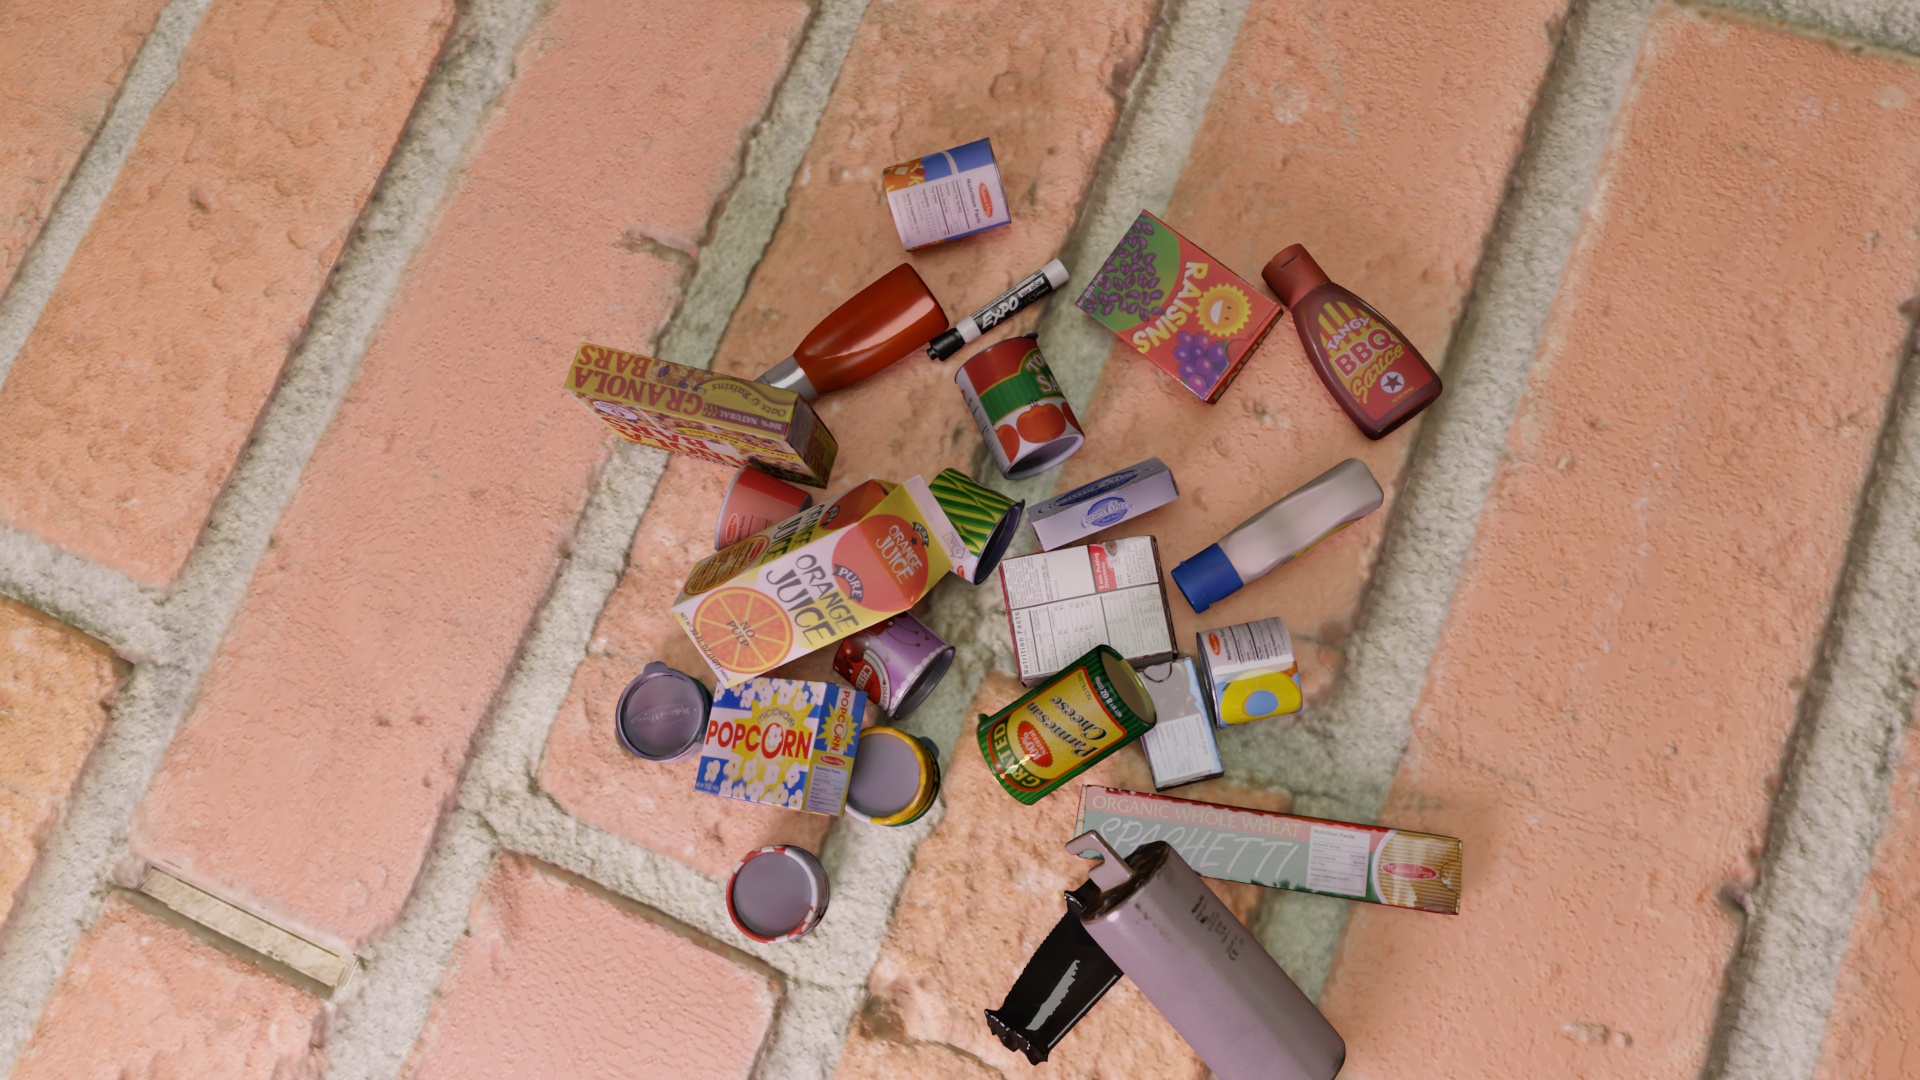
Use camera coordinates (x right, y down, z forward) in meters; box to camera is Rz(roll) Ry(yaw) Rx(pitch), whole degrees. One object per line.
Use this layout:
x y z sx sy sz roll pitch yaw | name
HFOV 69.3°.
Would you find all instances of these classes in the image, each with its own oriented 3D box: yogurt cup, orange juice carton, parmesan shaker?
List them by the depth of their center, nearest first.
0.069 0.120 0.926 0.103 0.071 0.071 -36 74 18 | parmesan shaker
-0.093 0.021 0.944 0.192 0.073 0.071 -24 112 16 | orange juice carton
-0.141 -0.016 1.006 0.054 0.072 0.072 17 79 3 | yogurt cup

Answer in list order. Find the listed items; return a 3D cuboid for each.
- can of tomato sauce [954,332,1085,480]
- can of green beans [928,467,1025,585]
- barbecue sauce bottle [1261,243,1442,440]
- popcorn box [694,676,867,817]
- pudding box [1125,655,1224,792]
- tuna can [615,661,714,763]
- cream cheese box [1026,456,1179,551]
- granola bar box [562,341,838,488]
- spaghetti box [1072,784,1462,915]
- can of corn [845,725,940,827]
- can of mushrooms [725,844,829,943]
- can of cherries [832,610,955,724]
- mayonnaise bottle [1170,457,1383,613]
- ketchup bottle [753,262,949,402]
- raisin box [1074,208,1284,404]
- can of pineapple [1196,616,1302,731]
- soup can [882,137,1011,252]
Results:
0.044 -0.096 0.998 0.071 0.071 0.083 -26 75 1 | can of tomato sauce
0.002 -0.011 0.984 0.058 0.071 0.071 29 82 14 | can of green beans
0.274 -0.146 0.992 0.065 0.043 0.149 -36 74 4 | barbecue sauce bottle
-0.124 0.137 0.945 0.126 0.038 0.085 -2 72 46 | popcorn box
0.146 0.125 0.949 0.049 0.030 0.084 -15 75 5 | pudding box
-0.211 0.124 0.996 0.071 0.032 0.071 -2 76 7 | tuna can
0.099 -0.026 0.979 0.104 0.053 0.024 -22 102 2 | cream cheese box
-0.182 -0.088 0.997 0.166 0.124 0.039 14 79 11 | granola bar box
0.200 0.203 0.916 0.250 0.028 0.050 8 76 5 | spaghetti box
-0.049 0.160 0.952 0.071 0.058 0.071 -2 77 7 | can of corn
-0.128 0.244 0.955 0.071 0.033 0.071 -2 77 7 | can of mushrooms
-0.048 0.084 0.965 0.058 0.071 0.071 38 84 15 | can of cherries
0.217 -0.002 0.957 0.148 0.065 0.041 -32 83 3 | mayonnaise bottle
-0.085 -0.145 1.038 0.149 0.043 0.065 -33 54 0 | ketchup bottle
0.158 -0.168 1.003 0.123 0.040 0.086 40 102 15 | raisin box
0.194 0.090 0.935 0.058 0.071 0.071 -12 75 5 | can of pineapple
-0.010 -0.261 1.049 0.084 0.071 0.071 -15 75 5 | soup can
